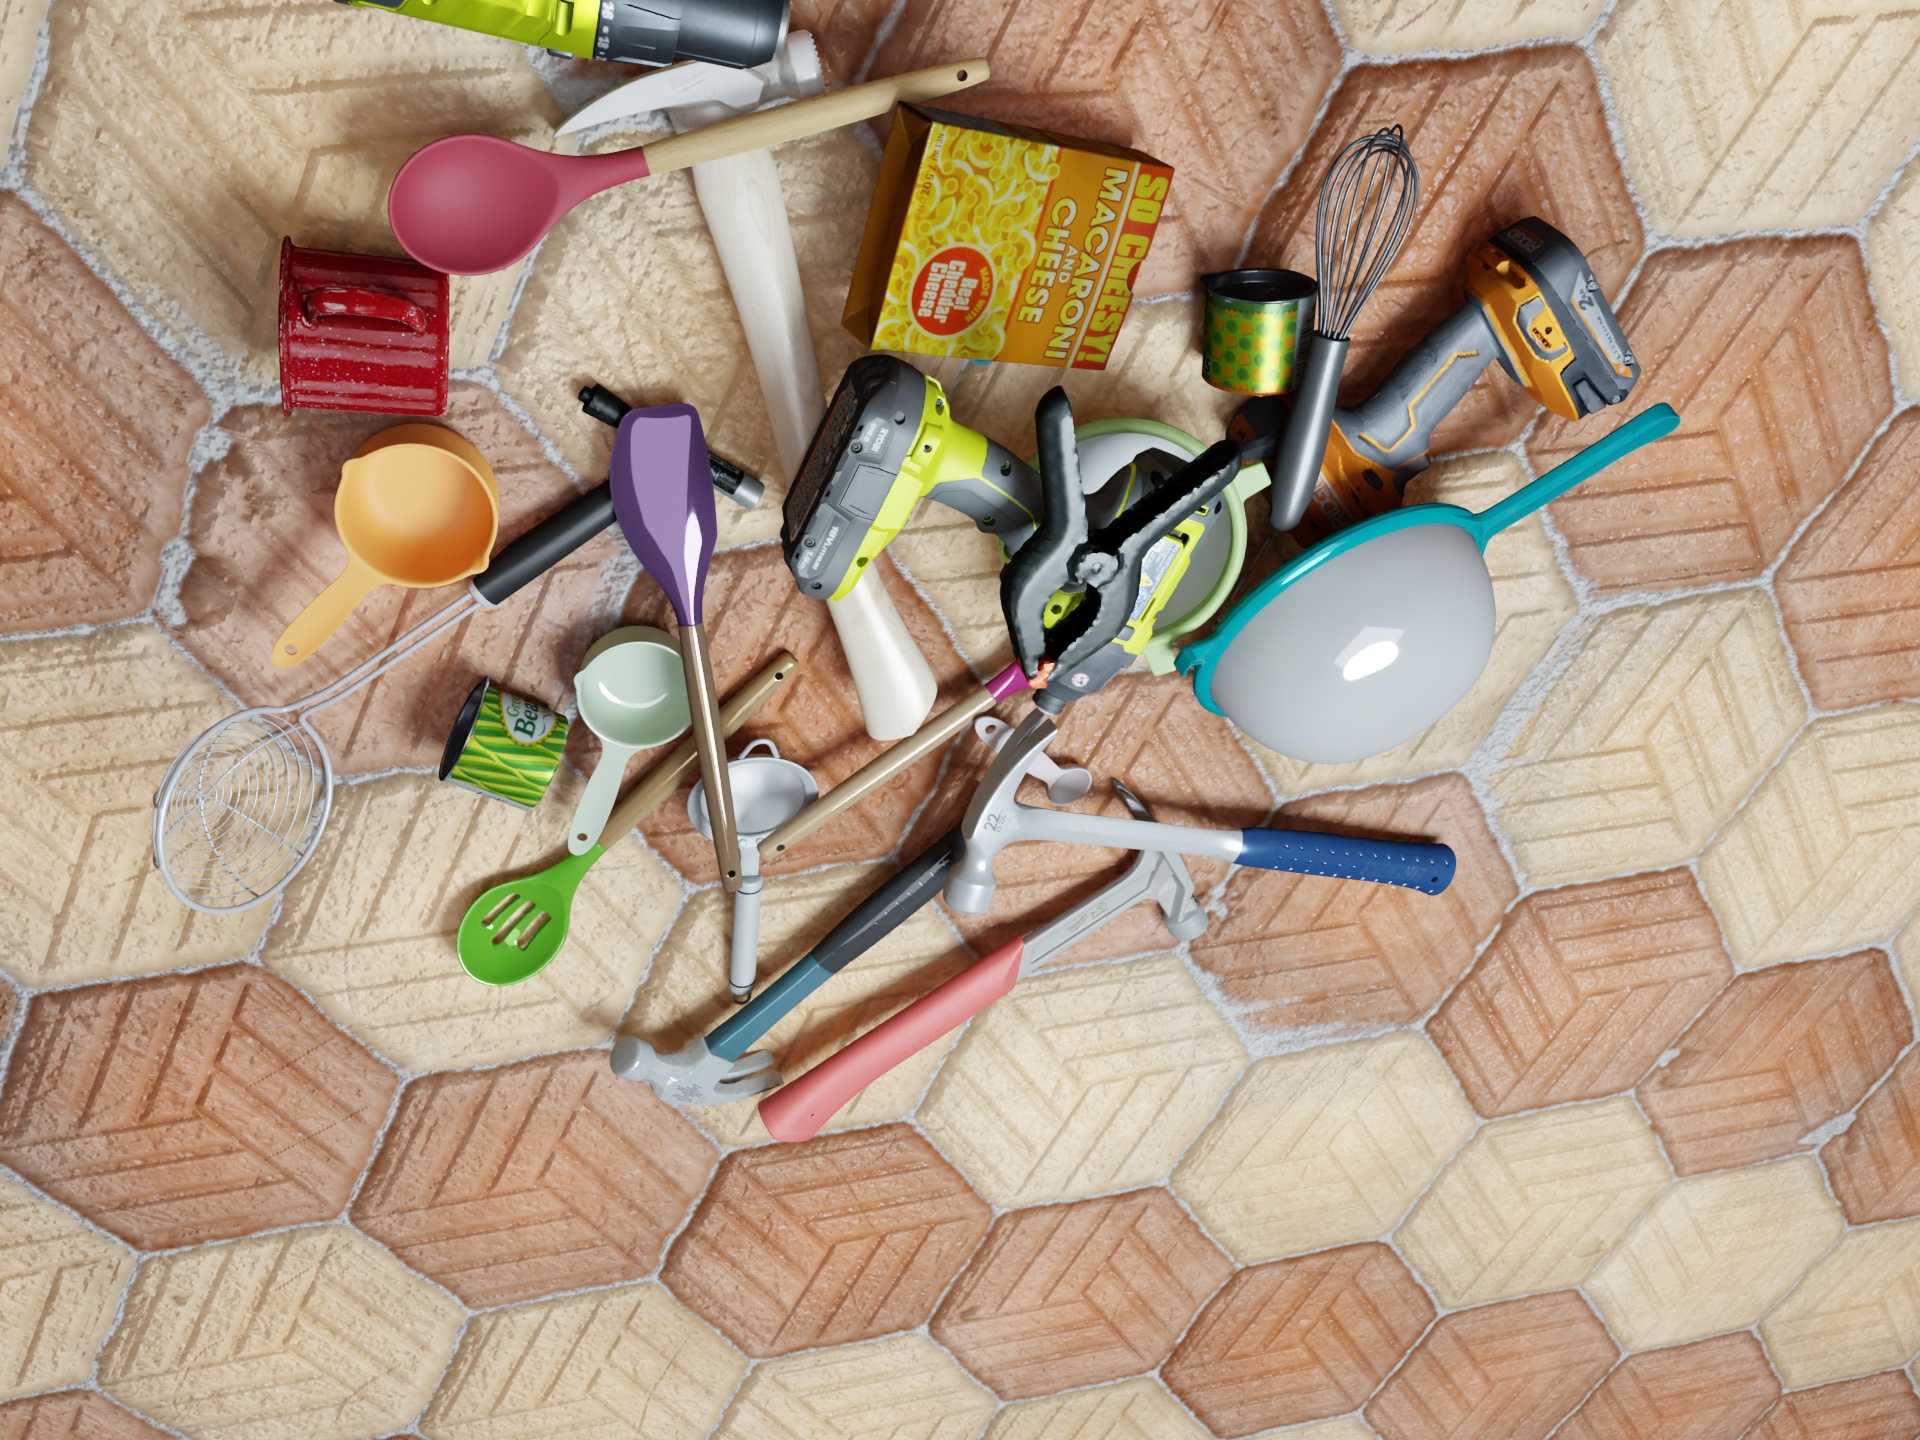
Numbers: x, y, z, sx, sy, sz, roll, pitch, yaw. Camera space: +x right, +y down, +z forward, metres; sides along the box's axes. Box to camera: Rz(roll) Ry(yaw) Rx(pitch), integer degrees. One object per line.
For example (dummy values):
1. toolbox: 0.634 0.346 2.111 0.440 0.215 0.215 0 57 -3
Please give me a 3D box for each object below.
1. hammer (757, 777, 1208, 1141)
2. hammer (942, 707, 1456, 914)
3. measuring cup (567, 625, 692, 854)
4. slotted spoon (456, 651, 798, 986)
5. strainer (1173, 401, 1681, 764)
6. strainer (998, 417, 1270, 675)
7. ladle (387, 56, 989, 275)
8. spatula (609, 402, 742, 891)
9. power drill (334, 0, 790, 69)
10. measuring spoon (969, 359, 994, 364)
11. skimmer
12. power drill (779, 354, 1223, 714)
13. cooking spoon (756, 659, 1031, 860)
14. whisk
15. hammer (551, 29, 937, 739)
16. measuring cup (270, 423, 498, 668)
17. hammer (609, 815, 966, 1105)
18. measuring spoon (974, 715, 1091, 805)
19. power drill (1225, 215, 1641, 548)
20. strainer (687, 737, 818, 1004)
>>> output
1. hammer: 0.005 0.191 1.161 0.359 0.037 0.149 -33 122 0
2. hammer: 0.189 0.083 1.131 0.405 0.035 0.144 8 111 -26
3. measuring cup: -0.222 0.013 1.024 0.083 0.038 0.167 16 117 -21
4. slotted spoon: -0.220 0.064 1.061 0.313 0.031 0.070 -43 117 11
5. strainer: 0.314 -0.070 1.002 0.340 0.095 0.210 -33 153 15
6. strainer: 0.051 -0.142 0.990 0.256 0.069 0.151 22 116 -4
7. ladle: -0.137 -0.297 0.820 0.315 0.031 0.069 -16 121 -2
8. spatula: -0.164 -0.036 0.976 0.059 0.018 0.315 -10 113 -10
9. power drill: -0.180 -0.342 0.708 0.190 0.229 0.080 7 118 -17
10. measuring spoon: 0.041 -0.266 0.934 0.128 0.021 0.042 -49 137 6
11. skimmer: -0.324 -0.020 0.950 0.363 0.090 0.127 -34 154 5
12. power drill: 0.017 -0.101 0.914 0.223 0.080 0.171 20 116 -21
13. cooking spoon: -0.002 -0.003 1.053 0.319 0.017 0.068 -35 133 -2
14. whisk: 0.213 -0.217 0.910 0.055 0.055 0.238 1 121 -14
15. hammer: -0.100 -0.167 0.924 0.146 0.038 0.410 -16 117 -2
16. measuring cup: -0.340 -0.099 0.922 0.173 0.052 0.095 -42 120 15
17. hammer: -0.088 0.163 1.131 0.331 0.033 0.128 -40 139 7
18. measuring spoon: 0.047 0.023 1.089 0.034 0.018 0.124 -44 133 12
19. power drill: 0.301 -0.187 1.003 0.226 0.084 0.164 -35 122 14
20. strainer: -0.147 0.103 1.093 0.087 0.050 0.258 -2 126 -15
